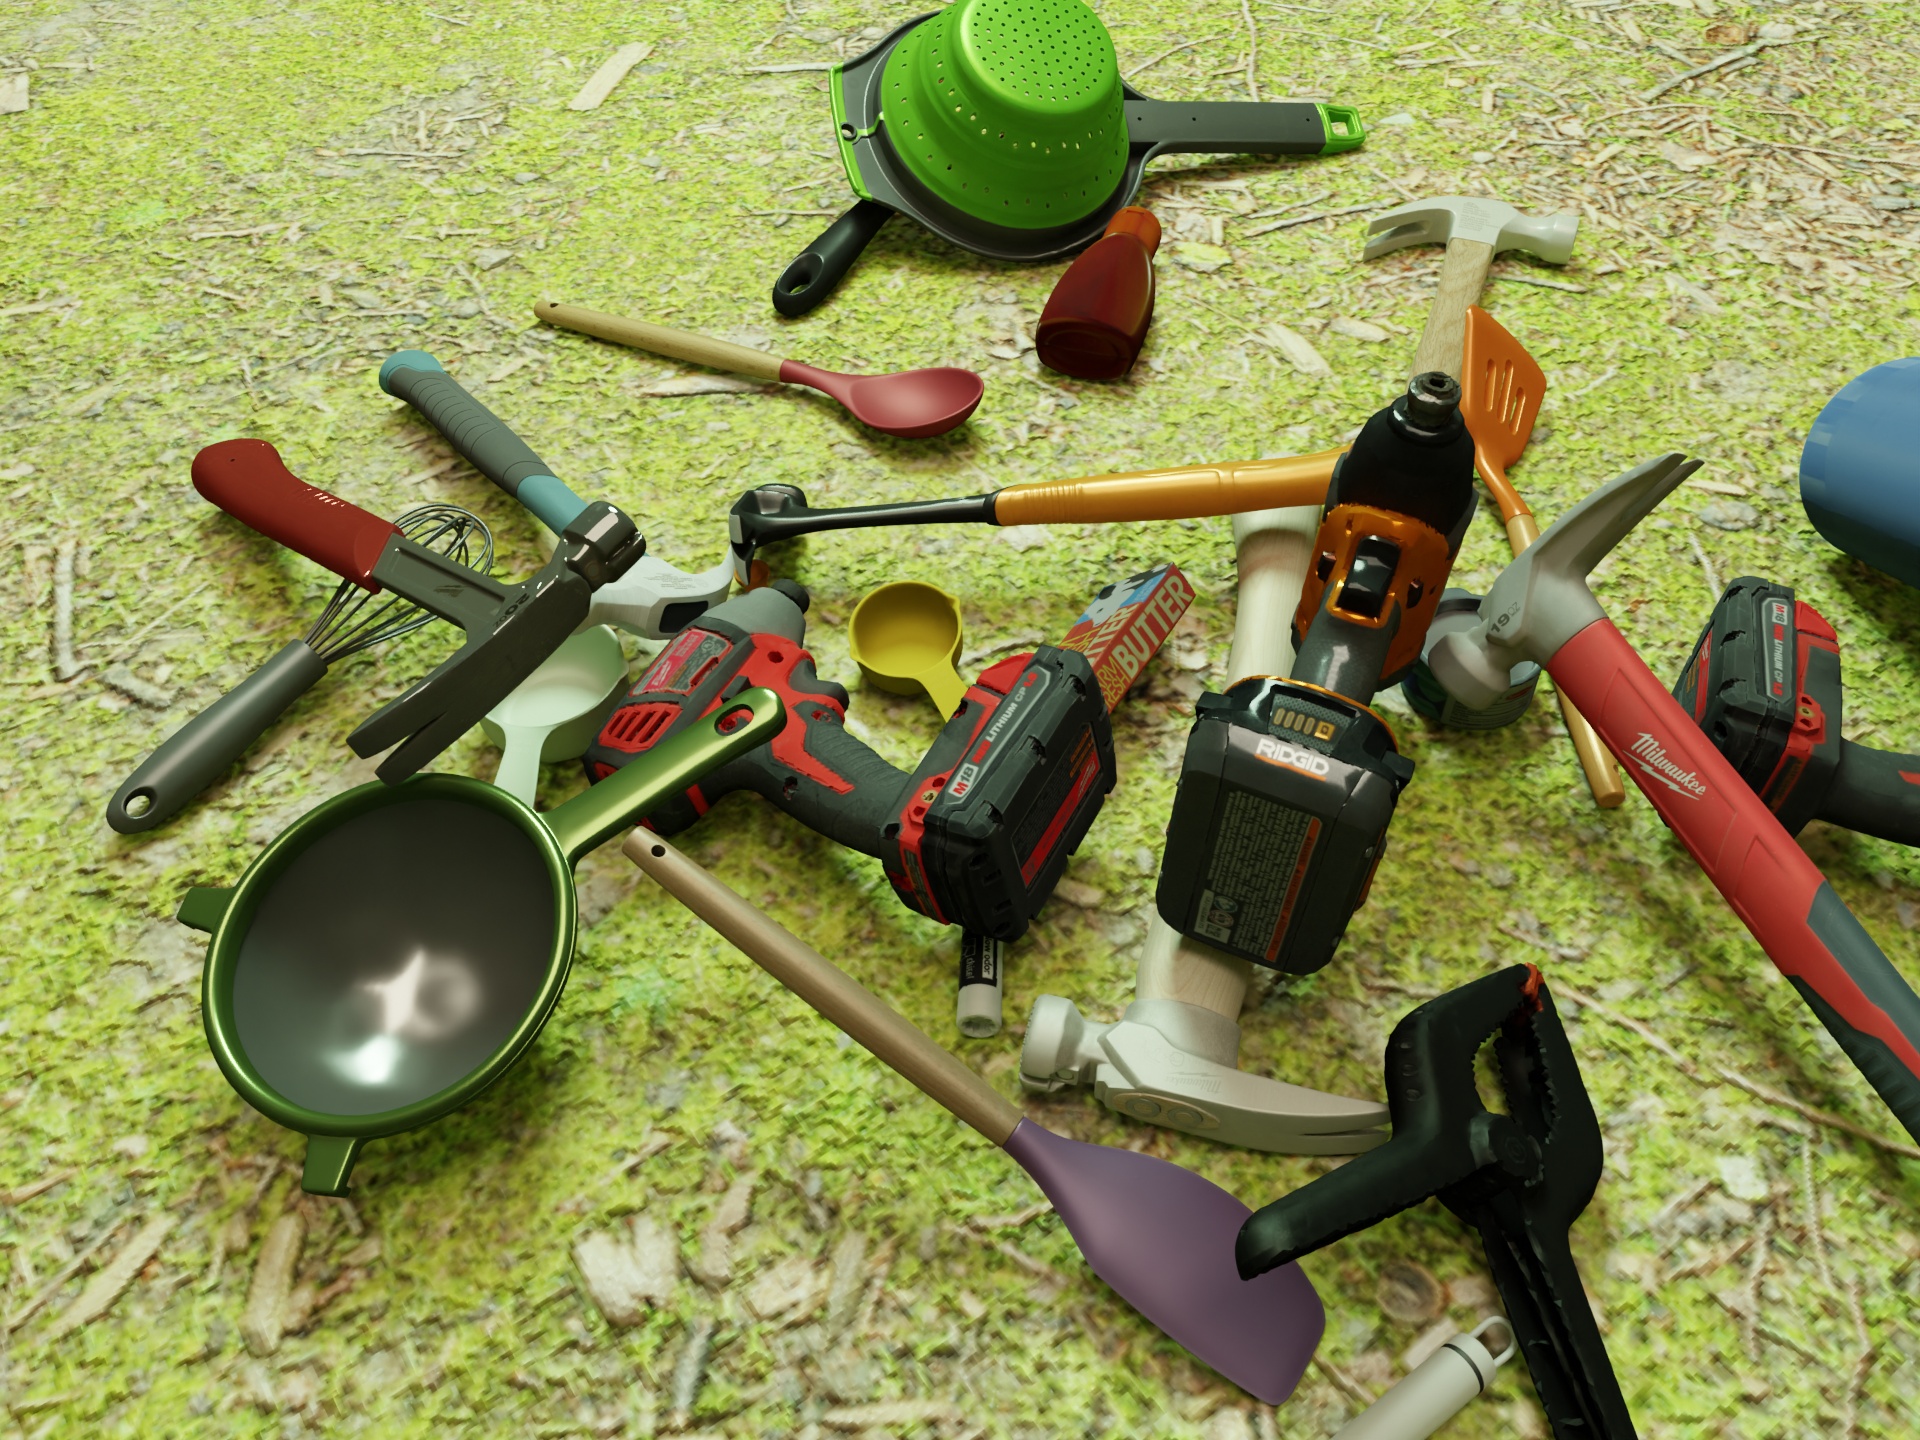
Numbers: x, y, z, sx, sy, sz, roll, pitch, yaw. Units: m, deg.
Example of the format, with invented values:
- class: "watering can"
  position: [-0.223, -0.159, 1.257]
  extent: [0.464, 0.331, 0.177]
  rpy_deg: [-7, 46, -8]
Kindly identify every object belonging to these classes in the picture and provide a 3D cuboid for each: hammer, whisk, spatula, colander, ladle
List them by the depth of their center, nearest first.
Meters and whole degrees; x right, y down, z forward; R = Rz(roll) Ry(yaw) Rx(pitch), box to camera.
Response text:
- class: "spatula"
  position: [0.000, 0.136, 0.594]
  extent: [0.316, 0.018, 0.060]
  rpy_deg: [35, 55, 8]
- class: "hammer"
  position: [0.339, 0.072, 0.614]
  extent: [0.038, 0.143, 0.387]
  rpy_deg: [2, 49, -42]
- class: "hammer"
  position: [0.145, 0.010, 0.750]
  extent: [0.146, 0.038, 0.411]
  rpy_deg: [12, 48, 10]
- class: "hammer"
  position: [-0.302, -0.080, 0.772]
  extent: [0.359, 0.036, 0.149]
  rpy_deg: [23, 61, 43]
- class: "whisk"
  position: [-0.322, -0.028, 0.791]
  extent: [0.055, 0.055, 0.239]
  rpy_deg: [26, 58, 23]
- class: "hammer"
  position: [0.050, -0.111, 0.812]
  extent: [0.337, 0.034, 0.127]
  rpy_deg: [-5, 17, 2]
- class: "spatula"
  position: [0.307, -0.091, 0.833]
  extent: [0.081, 0.041, 0.323]
  rpy_deg: [30, 42, -32]
- class: "hammer"
  position: [-0.235, -0.130, 0.862]
  extent: [0.128, 0.033, 0.331]
  rpy_deg: [-2, 31, -44]
- class: "hammer"
  position: [0.293, -0.228, 0.969]
  extent: [0.130, 0.031, 0.331]
  rpy_deg: [15, 49, 14]
- class: "ladle"
  position: [-0.131, -0.220, 0.974]
  extent: [0.315, 0.031, 0.069]
  rpy_deg: [18, 47, 19]
- class: "colander"
  position: [0.115, -0.424, 1.074]
  extent: [0.397, 0.094, 0.205]
  rpy_deg: [-7, 74, -18]
- class: "whisk"
  position: [-0.041, -0.369, 1.092]
  extent: [0.073, 0.073, 0.296]
  rpy_deg: [23, 58, 21]

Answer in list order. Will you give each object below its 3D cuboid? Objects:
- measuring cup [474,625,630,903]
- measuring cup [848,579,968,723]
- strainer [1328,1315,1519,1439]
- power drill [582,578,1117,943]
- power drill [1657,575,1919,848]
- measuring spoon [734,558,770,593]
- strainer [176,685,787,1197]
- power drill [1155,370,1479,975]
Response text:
- class: "measuring cup"
  position: [-0.200, 0.022, 0.747]
  extent: [0.083, 0.038, 0.168]
  rpy_deg: [1, 52, 2]
- class: "measuring cup"
  position: [-0.001, -0.002, 0.776]
  extent: [0.062, 0.029, 0.157]
  rpy_deg: [-29, 65, -10]
- class: "strainer"
  position: [0.092, 0.266, 0.513]
  extent: [0.258, 0.050, 0.087]
  rpy_deg: [-26, 68, -25]
- class: "power drill"
  position: [-0.049, 0.005, 0.715]
  extent: [0.220, 0.078, 0.143]
  rpy_deg: [15, 54, 28]
- class: "power drill"
  position: [0.446, 0.012, 0.716]
  extent: [0.227, 0.080, 0.188]
  rpy_deg: [20, 43, 13]
- class: "measuring spoon"
  position: [-0.097, -0.040, 0.820]
  extent: [0.021, 0.011, 0.117]
  rpy_deg: [-12, 52, -12]
- class: "strainer"
  position: [-0.176, 0.073, 0.655]
  extent: [0.256, 0.069, 0.152]
  rpy_deg: [-34, 62, -13]
- class: "power drill"
  position: [0.156, -0.029, 0.653]
  extent: [0.084, 0.164, 0.227]
  rpy_deg: [20, 51, 14]
